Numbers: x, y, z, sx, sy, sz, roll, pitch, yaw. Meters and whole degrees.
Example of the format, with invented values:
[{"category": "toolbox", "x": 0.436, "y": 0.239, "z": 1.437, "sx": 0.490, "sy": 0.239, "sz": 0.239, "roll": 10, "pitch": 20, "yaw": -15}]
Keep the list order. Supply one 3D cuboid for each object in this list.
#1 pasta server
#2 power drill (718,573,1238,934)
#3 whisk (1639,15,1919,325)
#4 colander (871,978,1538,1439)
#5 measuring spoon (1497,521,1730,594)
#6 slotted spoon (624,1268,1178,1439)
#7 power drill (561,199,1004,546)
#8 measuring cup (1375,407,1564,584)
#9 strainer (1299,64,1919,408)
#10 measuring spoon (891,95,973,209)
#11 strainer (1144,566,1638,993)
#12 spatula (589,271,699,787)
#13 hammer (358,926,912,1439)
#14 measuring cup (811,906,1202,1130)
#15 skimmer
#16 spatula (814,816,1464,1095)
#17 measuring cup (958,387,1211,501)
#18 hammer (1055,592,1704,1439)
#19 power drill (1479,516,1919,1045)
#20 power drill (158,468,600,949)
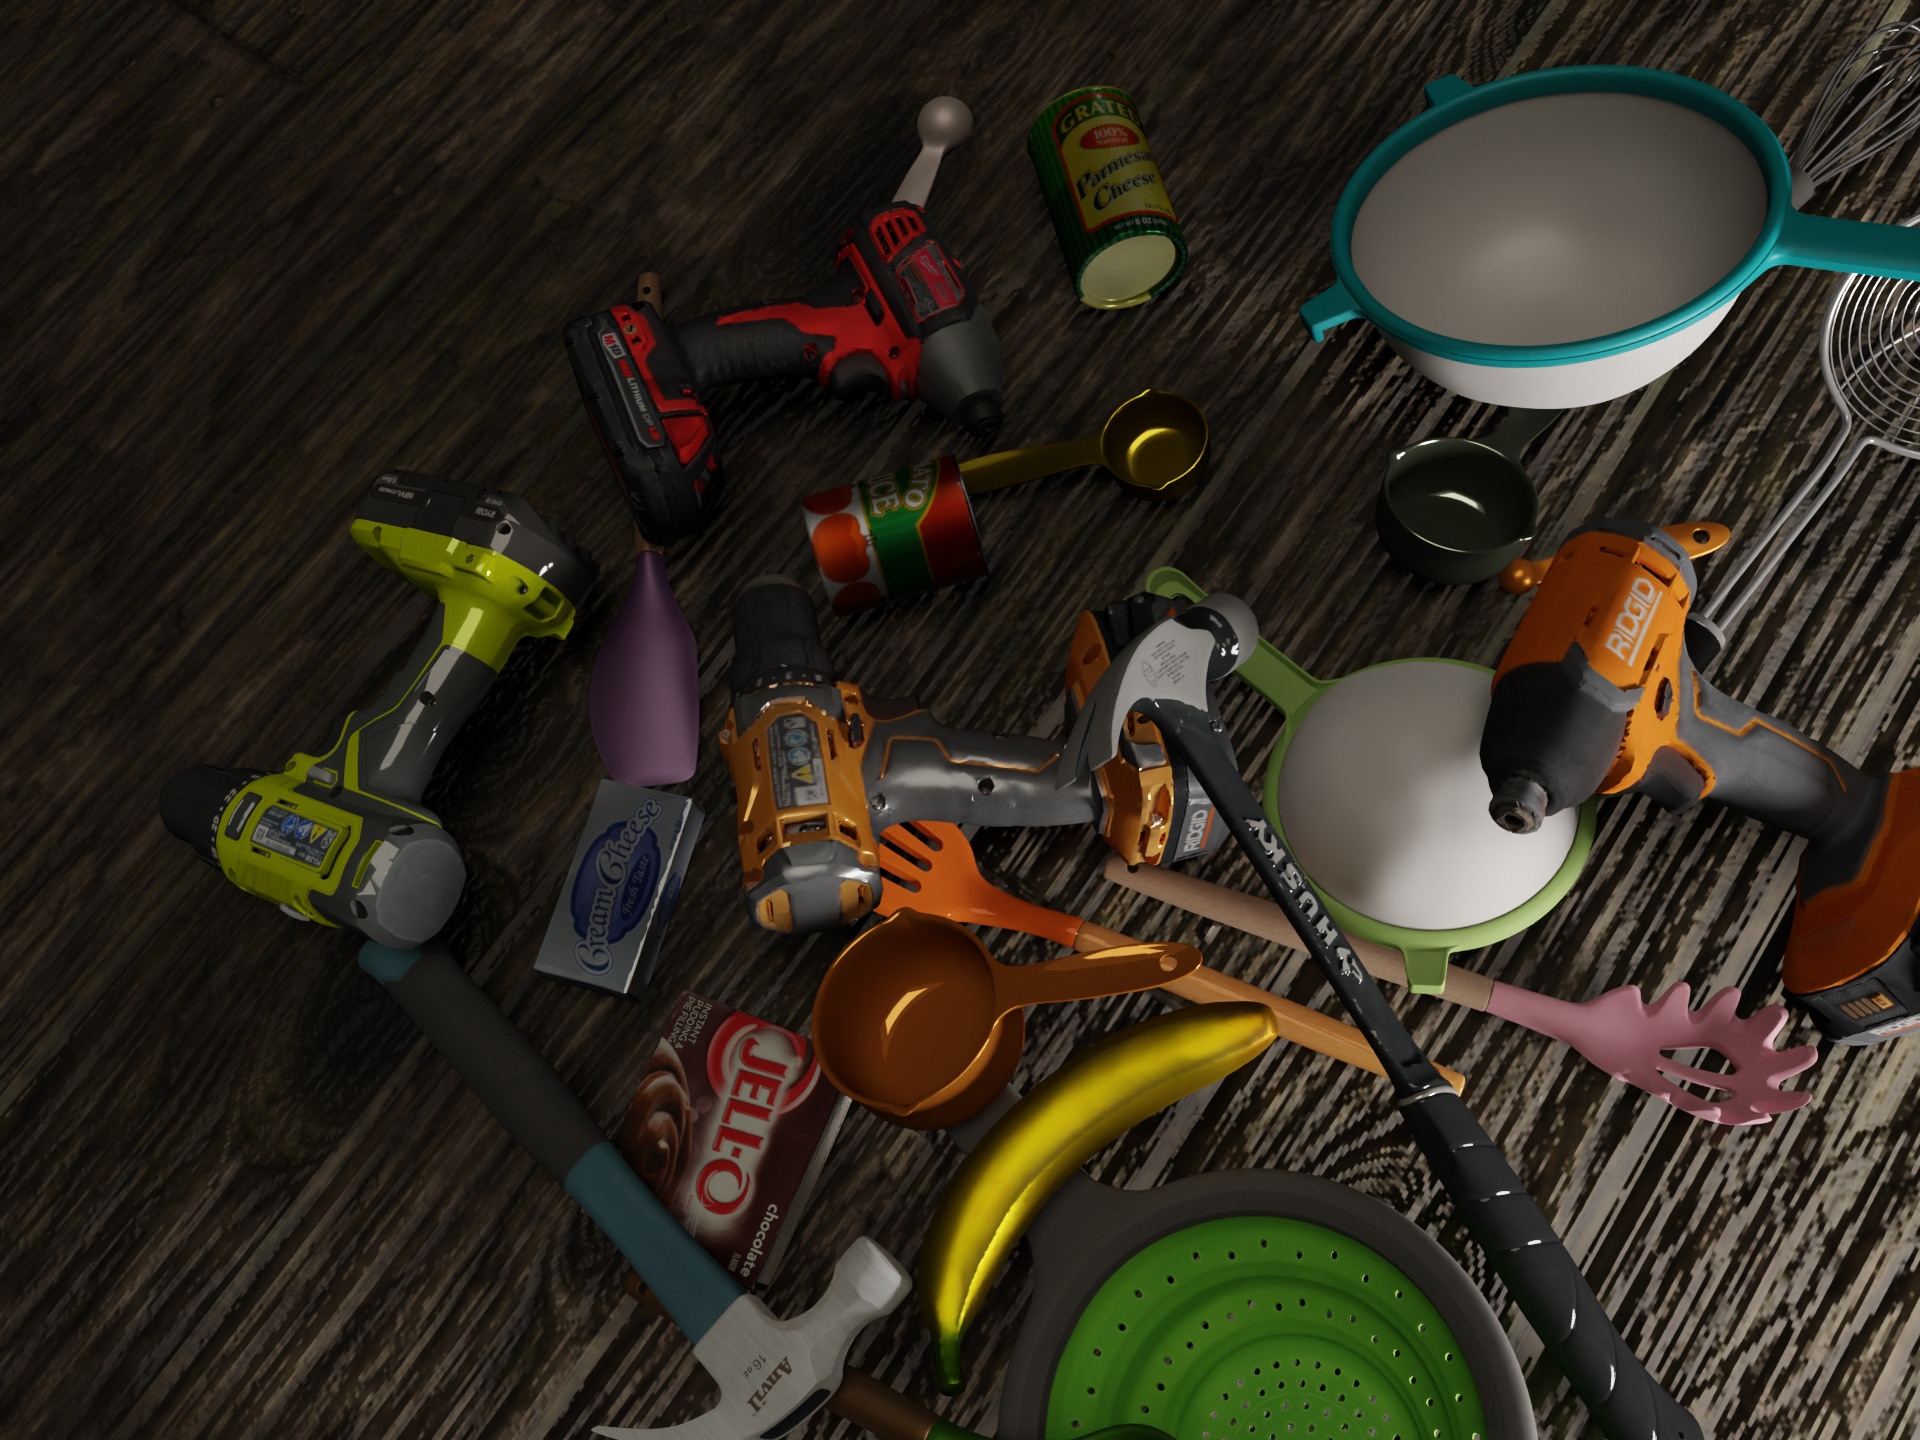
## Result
[{"category": "pasta server", "x": 0.216, "y": 0.113, "z": 0.726, "sx": 0.316, "sy": 0.040, "sz": 0.060, "roll": 18, "pitch": 60, "yaw": 15}, {"category": "power drill", "x": -0.001, "y": -0.002, "z": 0.756, "sx": 0.226, "sy": 0.084, "sz": 0.186, "roll": -8, "pitch": 56, "yaw": -7}, {"category": "whisk", "x": 0.444, "y": -0.288, "z": 0.847, "sx": 0.239, "sy": 0.055, "sz": 0.055, "roll": -45, "pitch": 70, "yaw": -6}, {"category": "colander", "x": 0.078, "y": 0.245, "z": 0.677, "sx": 0.204, "sy": 0.094, "sz": 0.398, "roll": -43, "pitch": 51, "yaw": -4}, {"category": "measuring spoon", "x": 0.329, "y": -0.084, "z": 0.801, "sx": 0.117, "sy": 0.011, "sz": 0.021, "roll": -12, "pitch": 68, "yaw": 3}, {"category": "slotted spoon", "x": -0.028, "y": 0.276, "z": 0.638, "sx": 0.314, "sy": 0.031, "sz": 0.070, "roll": 8, "pitch": 69, "yaw": 38}, {"category": "power drill", "x": -0.087, "y": -0.185, "z": 0.857, "sx": 0.219, "sy": 0.078, "sz": 0.143, "roll": -23, "pitch": 71, "yaw": -11}, {"category": "measuring cup", "x": 0.276, "y": -0.130, "z": 0.820, "sx": 0.083, "sy": 0.038, "sz": 0.167, "roll": 35, "pitch": 61, "yaw": 20}, {"category": "strainer", "x": 0.354, "y": -0.212, "z": 0.778, "sx": 0.340, "sy": 0.095, "sz": 0.211, "roll": 18, "pitch": 64, "yaw": 29}, {"category": "measuring spoon", "x": -0.026, "y": -0.321, "z": 0.939, "sx": 0.034, "sy": 0.018, "sz": 0.124, "roll": 18, "pitch": 73, "yaw": 14}, {"category": "strainer", "x": 0.178, "y": -0.008, "z": 0.746, "sx": 0.151, "sy": 0.069, "sz": 0.257, "roll": -42, "pitch": 61, "yaw": -9}, {"category": "spatula", "x": -0.174, "y": -0.113, "z": 0.879, "sx": 0.060, "sy": 0.018, "sz": 0.316, "roll": -5, "pitch": 69, "yaw": 4}, {"category": "hammer", "x": -0.173, "y": 0.190, "z": 0.713, "sx": 0.331, "sy": 0.033, "sz": 0.128, "roll": 36, "pitch": 79, "yaw": 33}, {"category": "measuring cup", "x": 0.024, "y": 0.126, "z": 0.686, "sx": 0.173, "sy": 0.052, "sz": 0.095, "roll": -13, "pitch": 55, "yaw": 15}, {"category": "skimmer", "x": 0.401, "y": -0.092, "z": 0.749, "sx": 0.127, "sy": 0.090, "sz": 0.363, "roll": 42, "pitch": 81, "yaw": -1}, {"category": "spatula", "x": 0.079, "y": 0.106, "z": 0.746, "sx": 0.323, "sy": 0.041, "sz": 0.081, "roll": 21, "pitch": 56, "yaw": 13}, {"category": "measuring cup", "x": 0.058, "y": -0.136, "z": 0.857, "sx": 0.156, "sy": 0.029, "sz": 0.062, "roll": -9, "pitch": 67, "yaw": 17}, {"category": "hammer", "x": 0.178, "y": 0.139, "z": 0.646, "sx": 0.149, "sy": 0.036, "sz": 0.409, "roll": -30, "pitch": 87, "yaw": -50}, {"category": "power drill", "x": 0.324, "y": 0.035, "z": 0.670, "sx": 0.226, "sy": 0.084, "sz": 0.164, "roll": 37, "pitch": 58, "yaw": 1}, {"category": "power drill", "x": -0.303, "y": -0.011, "z": 0.819, "sx": 0.191, "sy": 0.080, "sz": 0.228, "roll": 14, "pitch": 72, "yaw": 30}]
